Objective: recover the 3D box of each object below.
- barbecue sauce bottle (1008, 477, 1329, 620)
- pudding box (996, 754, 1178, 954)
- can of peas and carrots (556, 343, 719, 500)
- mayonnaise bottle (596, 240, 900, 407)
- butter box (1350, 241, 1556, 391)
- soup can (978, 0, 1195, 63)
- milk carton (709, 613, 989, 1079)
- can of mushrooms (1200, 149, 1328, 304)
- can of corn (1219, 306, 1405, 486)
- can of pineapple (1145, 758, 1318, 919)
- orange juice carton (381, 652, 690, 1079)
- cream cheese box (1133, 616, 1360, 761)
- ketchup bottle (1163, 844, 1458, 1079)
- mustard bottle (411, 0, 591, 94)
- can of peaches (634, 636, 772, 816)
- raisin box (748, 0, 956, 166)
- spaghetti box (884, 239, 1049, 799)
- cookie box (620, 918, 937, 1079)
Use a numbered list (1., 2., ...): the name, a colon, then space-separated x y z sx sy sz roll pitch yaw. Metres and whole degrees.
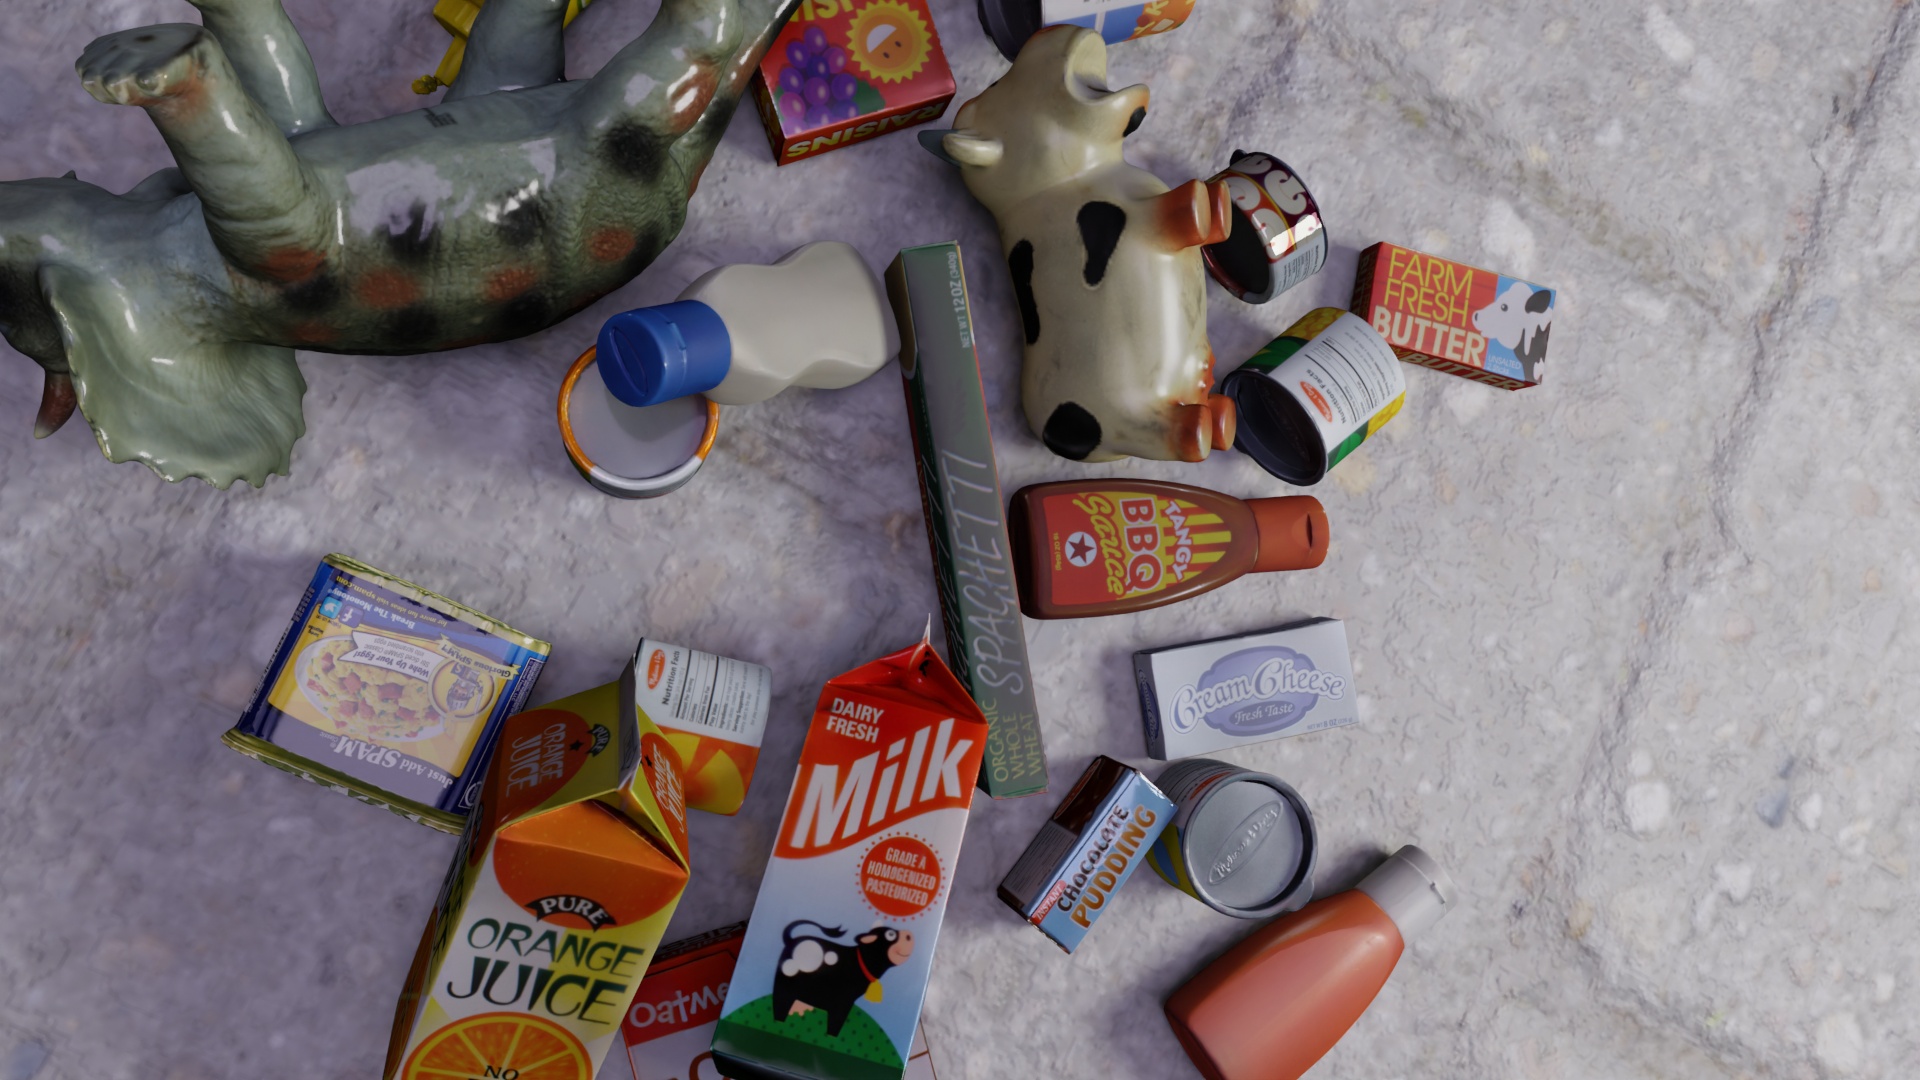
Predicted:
1. barbecue sauce bottle: 0.099 0.001 0.657 0.149 0.043 0.065 -4 88 -14
2. pudding box: 0.057 0.142 0.637 0.030 0.049 0.084 40 79 -10
3. can of peas and carrots: -0.139 -0.054 0.595 0.071 0.058 0.071 1 87 -14
4. mayonnaise bottle: -0.085 -0.086 0.575 0.149 0.041 0.064 -27 91 -54
5. butter box: 0.249 -0.114 0.708 0.103 0.024 0.053 12 84 -13
6. soup can: 0.058 -0.263 0.648 0.084 0.071 0.071 -19 92 -18
7. milk carton: -0.038 0.127 0.572 0.073 0.072 0.191 15 61 1
8. can of mushrooms: 0.139 -0.150 0.663 0.033 0.071 0.071 -33 95 -11
9. can of corn: 0.167 -0.069 0.665 0.058 0.071 0.071 -37 96 -18
10. can of pineapple: 0.124 0.139 0.649 0.071 0.058 0.071 0 88 -13
11. orange juice carton: -0.157 0.138 0.531 0.073 0.072 0.192 19 111 -21
12. cream cheese box: 0.138 0.071 0.673 0.104 0.024 0.053 -9 88 -14
13. ketchup bottle: 0.172 0.204 0.665 0.149 0.043 0.064 -34 96 -13
14. mustard bottle: -0.178 -0.249 0.595 0.049 0.065 0.160 38 87 -11
15. can of peaches: -0.116 0.081 0.592 0.058 0.071 0.071 14 84 -13
16. raisin box: -0.063 -0.244 0.632 0.086 0.040 0.123 -20 91 -14
17. spaghetti box: 0.002 -0.008 0.631 0.029 0.050 0.250 -9 90 -12
18. cookie box: -0.071 0.248 0.606 0.123 0.040 0.167 -15 90 -14
